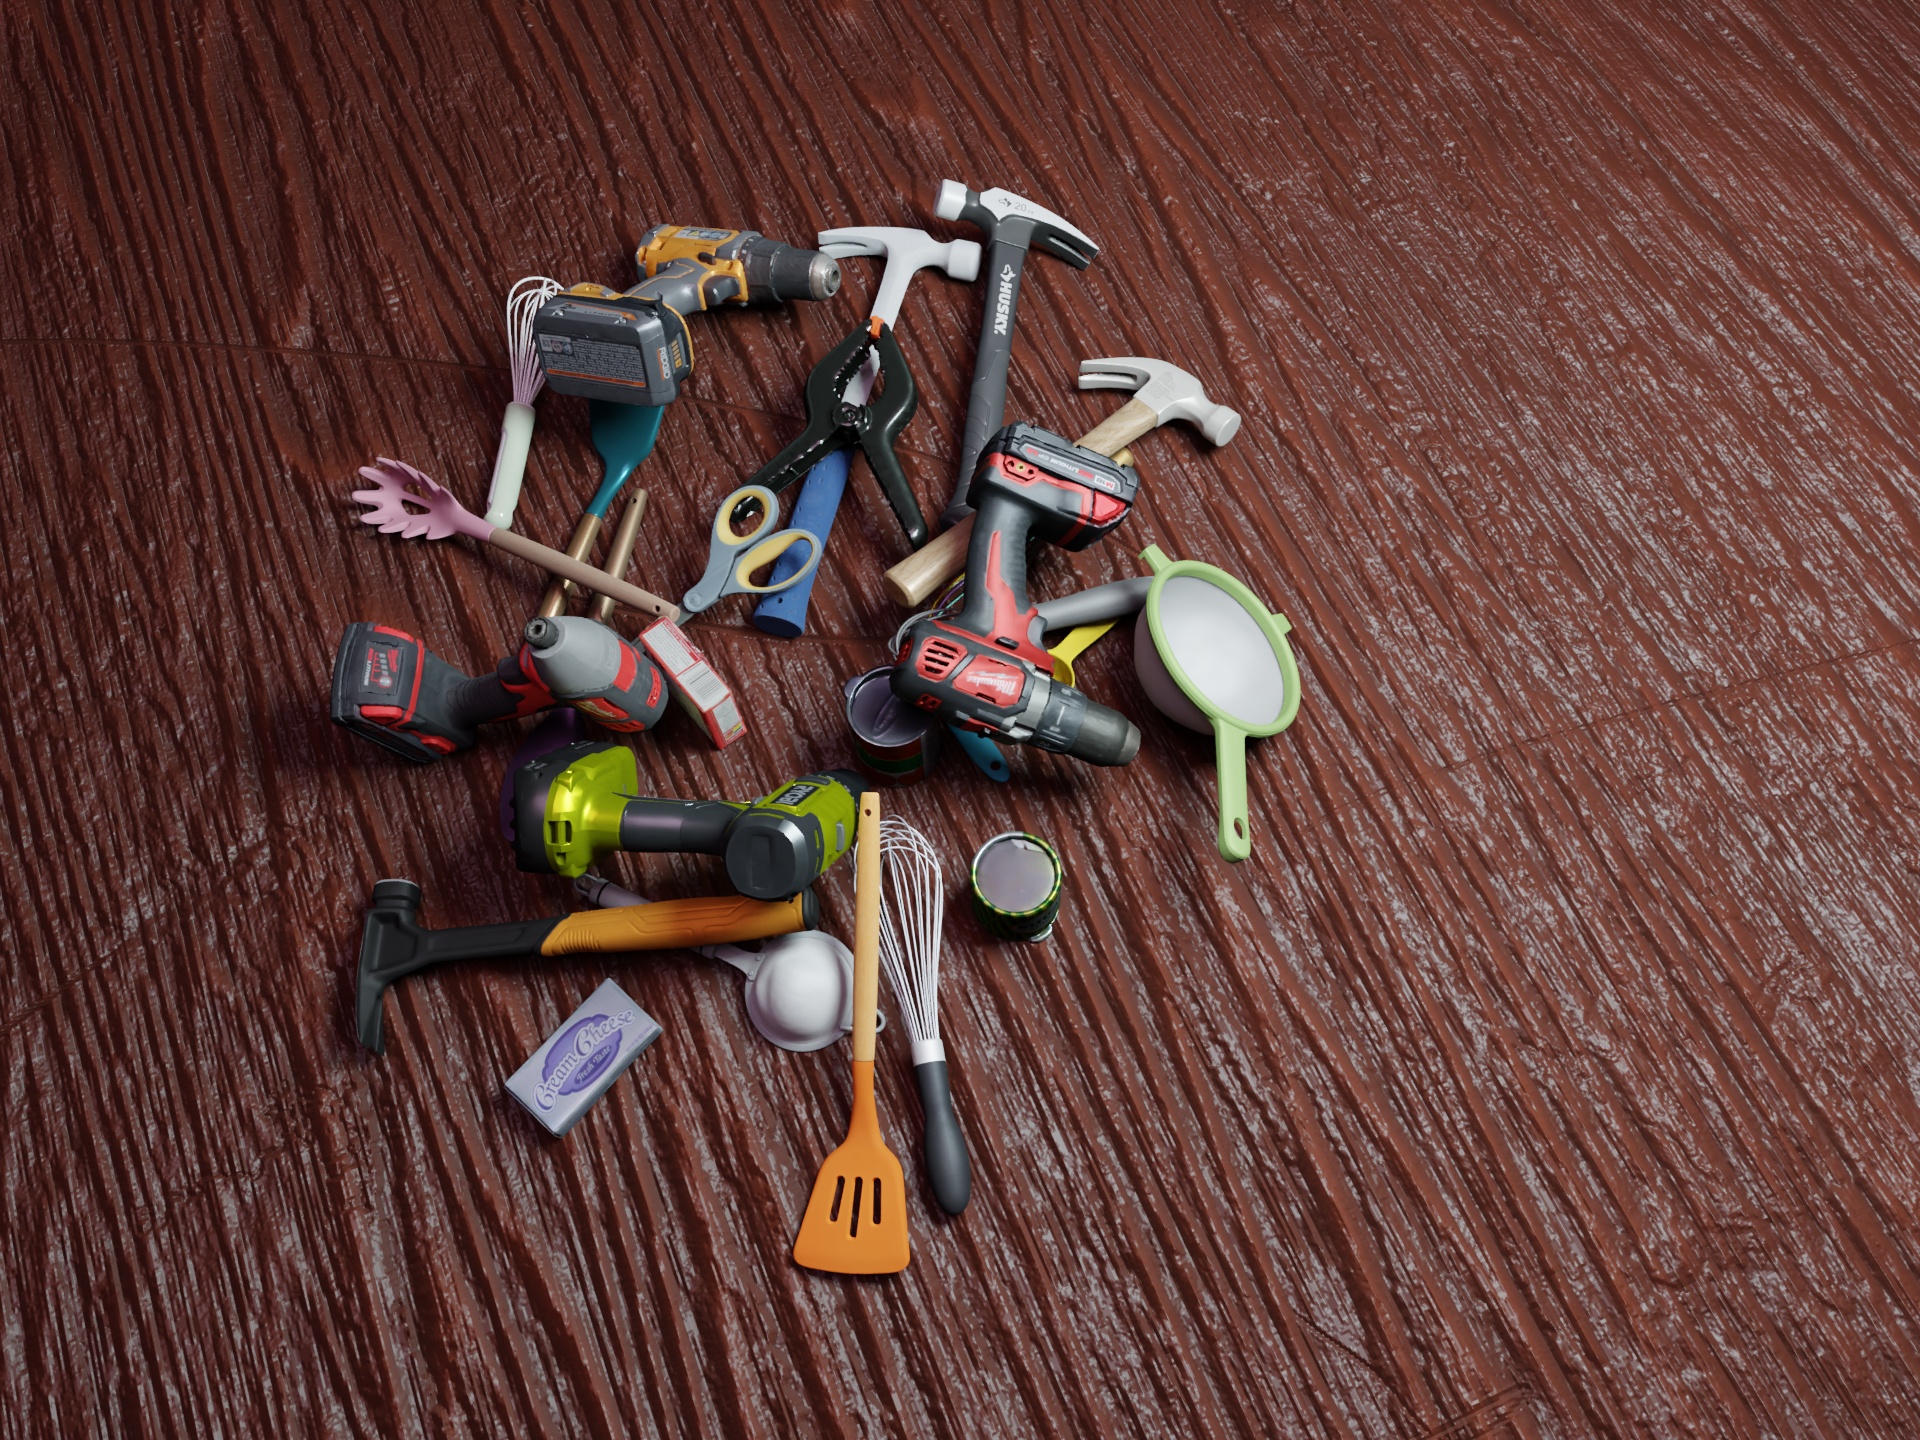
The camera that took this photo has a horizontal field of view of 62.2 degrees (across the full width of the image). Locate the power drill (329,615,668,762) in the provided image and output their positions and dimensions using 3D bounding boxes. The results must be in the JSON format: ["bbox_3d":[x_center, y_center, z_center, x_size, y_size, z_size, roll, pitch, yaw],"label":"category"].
[{"bbox_3d":[-0.341,-0.030,1.168,0.220,0.143,0.079,-5,68,18],"label":"power drill"}]

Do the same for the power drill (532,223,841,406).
[{"bbox_3d":[-0.221,-0.343,1.318,0.185,0.084,0.226,12,41,20],"label":"power drill"}]

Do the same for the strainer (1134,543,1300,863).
[{"bbox_3d":[0.180,0.001,1.178,0.151,0.069,0.257,24,50,-27],"label":"strainer"}]

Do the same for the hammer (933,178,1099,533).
[{"bbox_3d":[0.031,-0.296,1.343,0.146,0.035,0.335,12,71,-15],"label":"hammer"}]

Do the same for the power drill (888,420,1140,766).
[{"bbox_3d":[0.064,-0.085,1.168,0.188,0.080,0.227,21,71,-11],"label":"power drill"}]

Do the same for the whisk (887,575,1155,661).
[{"bbox_3d":[0.058,-0.077,1.225,0.239,0.055,0.055,-15,66,-17],"label":"whisk"}]

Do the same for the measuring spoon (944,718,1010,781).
[{"bbox_3d":[-0.002,-0.004,1.231,0.042,0.021,0.129,-34,68,-12],"label":"measuring spoon"}]

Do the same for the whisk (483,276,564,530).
[{"bbox_3d":[-0.374,-0.272,1.355,0.059,0.058,0.246,15,68,-24],"label":"whisk"}]

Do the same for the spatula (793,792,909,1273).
[{"bbox_3d":[-0.068,0.211,1.096,0.081,0.041,0.323,0,86,11],"label":"spatula"}]

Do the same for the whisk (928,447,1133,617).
[{"bbox_3d":[0.057,-0.140,1.286,0.245,0.051,0.047,-44,99,-21],"label":"whisk"}]

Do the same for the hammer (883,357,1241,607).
[{"bbox_3d":[0.068,-0.193,1.272,0.331,0.031,0.130,-38,65,-23],"label":"hammer"}]

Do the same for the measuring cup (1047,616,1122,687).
[{"bbox_3d":[0.091,-0.054,1.255,0.062,0.029,0.156,35,59,23],"label":"measuring cup"}]

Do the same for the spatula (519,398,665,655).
[{"bbox_3d":[-0.316,-0.150,1.297,0.082,0.044,0.318,10,67,19],"label":"spatula"}]

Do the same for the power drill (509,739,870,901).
[{"bbox_3d":[-0.184,0.066,1.141,0.228,0.190,0.080,5,103,13],"label":"power drill"}]

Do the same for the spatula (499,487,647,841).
[{"bbox_3d":[-0.301,-0.049,1.265,0.060,0.018,0.316,8,67,12],"label":"spatula"}]

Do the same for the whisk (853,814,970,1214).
[{"bbox_3d":[-0.028,0.203,1.123,0.070,0.070,0.285,-10,70,-3],"label":"whisk"}]

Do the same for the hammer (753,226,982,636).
[{"bbox_3d":[-0.100,-0.255,1.342,0.144,0.035,0.406,13,67,7],"label":"hammer"}]

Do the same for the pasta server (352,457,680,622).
[{"bbox_3d":[-0.357,-0.139,1.273,0.316,0.040,0.060,24,102,21],"label":"pasta server"}]

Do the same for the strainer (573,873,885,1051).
[{"bbox_3d":[-0.174,0.167,1.153,0.258,0.050,0.087,22,82,15],"label":"strainer"}]

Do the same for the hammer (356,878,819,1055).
[{"bbox_3d":[-0.266,0.158,1.133,0.337,0.034,0.127,-7,60,7],"label":"hammer"}]
